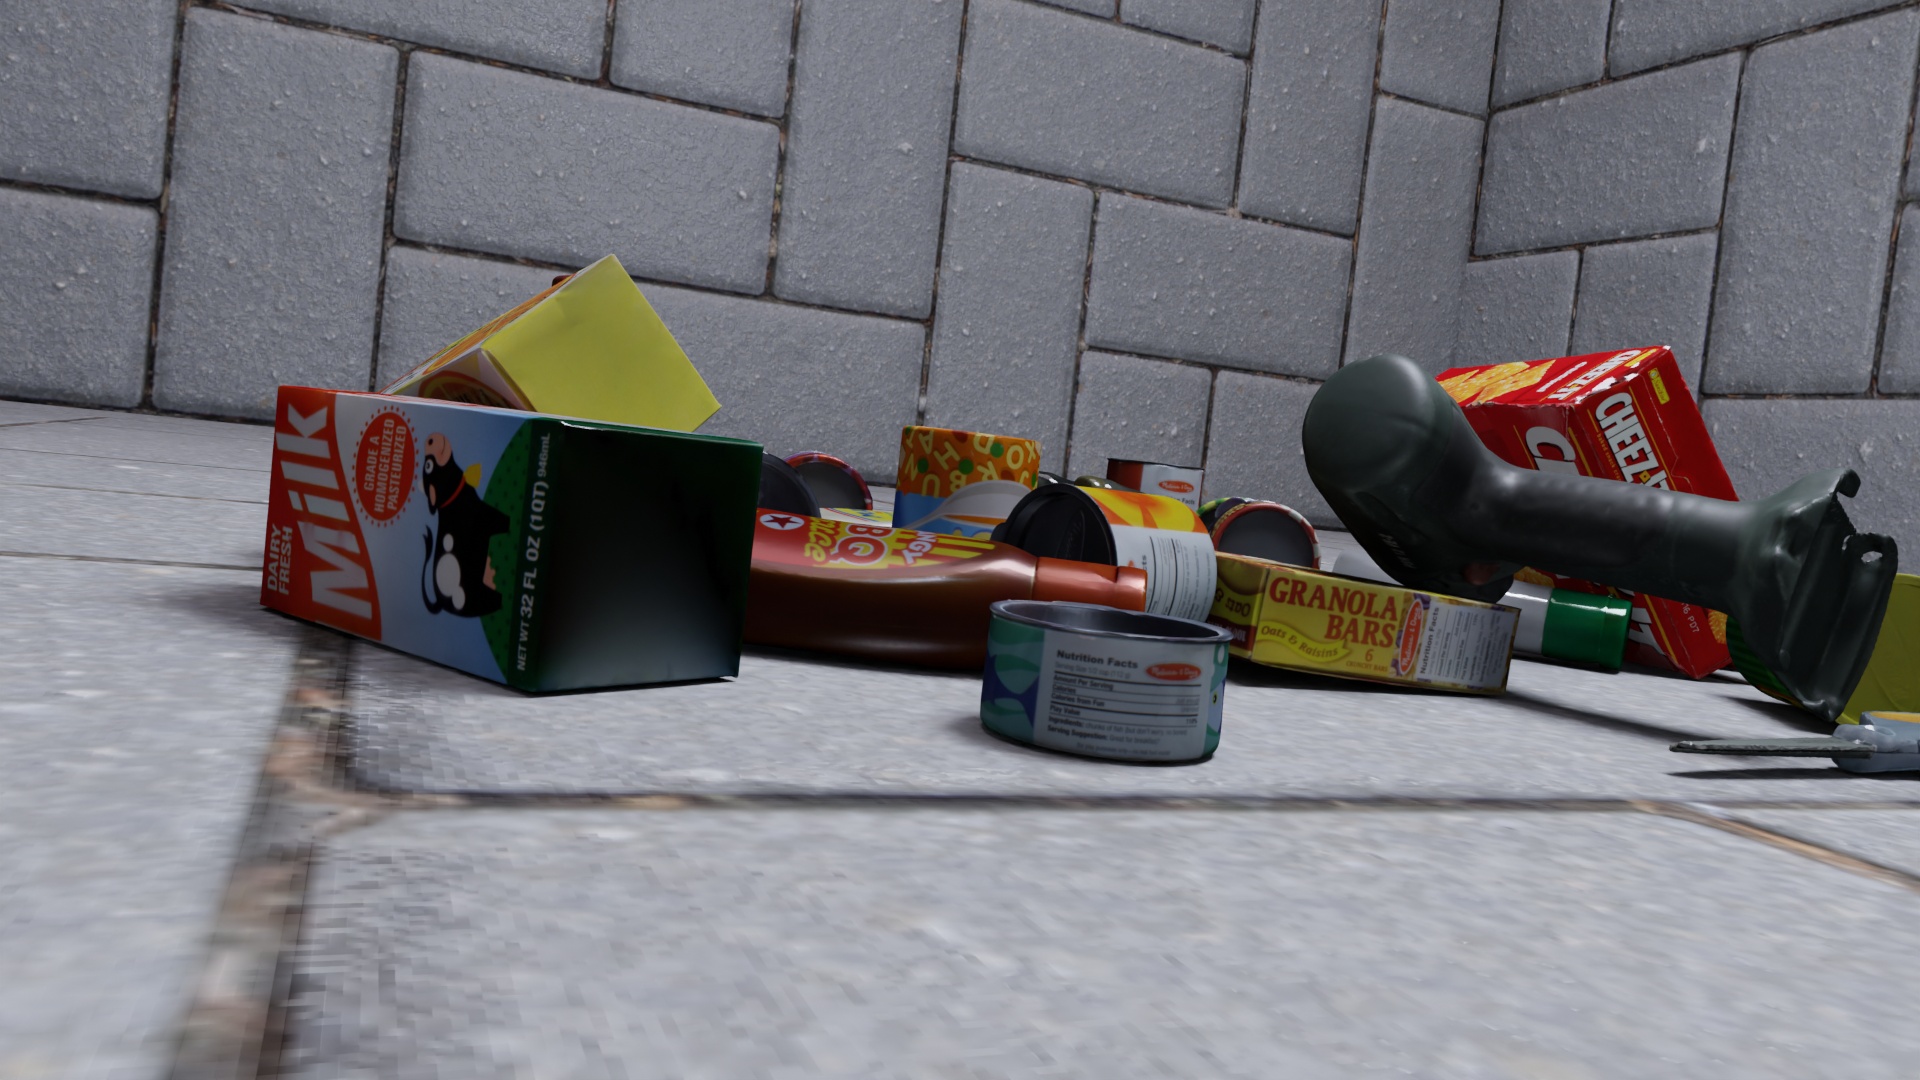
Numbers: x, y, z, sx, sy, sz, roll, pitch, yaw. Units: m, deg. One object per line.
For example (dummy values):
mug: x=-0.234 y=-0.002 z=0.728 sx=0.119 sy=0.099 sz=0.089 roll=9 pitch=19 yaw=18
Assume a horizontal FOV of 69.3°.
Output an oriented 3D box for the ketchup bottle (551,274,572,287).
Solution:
ketchup bottle: x=-0.216 y=-0.073 z=0.787 sx=0.043 sy=0.148 sz=0.065 roll=6 pitch=3 yaw=-13

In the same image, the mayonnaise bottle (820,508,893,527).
mayonnaise bottle: x=-0.049 y=0.004 z=0.698 sx=0.148 sy=0.041 sz=0.065 roll=6 pitch=5 yaw=-21

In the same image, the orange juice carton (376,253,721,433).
orange juice carton: x=-0.194 y=-0.044 z=0.570 sx=0.192 sy=0.073 sz=0.072 roll=-13 pitch=28 yaw=44

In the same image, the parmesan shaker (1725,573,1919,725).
parmesan shaker: x=0.381 y=0.044 z=0.594 sx=0.071 sy=0.071 sz=0.103 roll=7 pitch=2 yaw=13

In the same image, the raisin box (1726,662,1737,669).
raisin box: x=0.424 y=0.009 z=0.815 sx=0.040 sy=0.123 sz=0.086 roll=-26 pitch=4 yaw=-2

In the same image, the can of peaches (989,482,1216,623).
can of peaches: x=0.054 y=0.012 z=0.536 sx=0.058 sy=0.071 sz=0.071 roll=4 pitch=3 yaw=-40

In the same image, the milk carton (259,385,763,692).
milk carton: x=-0.155 y=-0.007 z=0.433 sx=0.190 sy=0.072 sz=0.073 roll=10 pitch=5 yaw=38

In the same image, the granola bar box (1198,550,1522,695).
granola bar box: x=0.134 y=0.029 z=0.604 sx=0.124 sy=0.039 sz=0.165 roll=9 pitch=2 yaw=-22

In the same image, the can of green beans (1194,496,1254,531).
can of green beans: x=0.173 y=0.006 z=0.880 sx=0.071 sy=0.071 sz=0.058 roll=7 pitch=4 yaw=14

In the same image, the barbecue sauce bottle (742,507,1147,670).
barbecue sauce bottle: x=-0.012 y=0.019 z=0.478 sx=0.148 sy=0.043 sz=0.065 roll=7 pitch=18 yaw=6

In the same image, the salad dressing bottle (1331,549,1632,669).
salad dressing bottle: x=0.273 y=0.037 z=0.737 sx=0.147 sy=0.044 sz=0.064 roll=10 pitch=-2 yaw=29

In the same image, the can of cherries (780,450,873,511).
can of cherries: x=-0.085 y=-0.021 z=0.831 sx=0.071 sy=0.071 sz=0.058 roll=6 pitch=3 yaw=-11

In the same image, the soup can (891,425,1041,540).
soup can: x=0.002 y=-0.008 z=0.642 sx=0.071 sy=0.083 sz=0.071 roll=7 pitch=3 yaw=0

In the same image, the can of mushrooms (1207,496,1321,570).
can of mushrooms: x=0.176 y=0.008 z=0.818 sx=0.071 sy=0.071 sz=0.033 roll=6 pitch=4 yaw=4

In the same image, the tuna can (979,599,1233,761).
tuna can: x=0.038 y=0.037 z=0.380 sx=0.071 sy=0.033 sz=0.071 roll=6 pitch=3 yaw=0

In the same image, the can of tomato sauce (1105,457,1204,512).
can of tomato sauce: x=0.128 y=-0.012 z=0.951 sx=0.071 sy=0.083 sz=0.071 roll=6 pitch=3 yaw=0

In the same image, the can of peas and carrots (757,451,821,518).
can of peas and carrots: x=-0.097 y=-0.005 z=0.539 sx=0.071 sy=0.071 sz=0.058 roll=5 pitch=3 yaw=-29
